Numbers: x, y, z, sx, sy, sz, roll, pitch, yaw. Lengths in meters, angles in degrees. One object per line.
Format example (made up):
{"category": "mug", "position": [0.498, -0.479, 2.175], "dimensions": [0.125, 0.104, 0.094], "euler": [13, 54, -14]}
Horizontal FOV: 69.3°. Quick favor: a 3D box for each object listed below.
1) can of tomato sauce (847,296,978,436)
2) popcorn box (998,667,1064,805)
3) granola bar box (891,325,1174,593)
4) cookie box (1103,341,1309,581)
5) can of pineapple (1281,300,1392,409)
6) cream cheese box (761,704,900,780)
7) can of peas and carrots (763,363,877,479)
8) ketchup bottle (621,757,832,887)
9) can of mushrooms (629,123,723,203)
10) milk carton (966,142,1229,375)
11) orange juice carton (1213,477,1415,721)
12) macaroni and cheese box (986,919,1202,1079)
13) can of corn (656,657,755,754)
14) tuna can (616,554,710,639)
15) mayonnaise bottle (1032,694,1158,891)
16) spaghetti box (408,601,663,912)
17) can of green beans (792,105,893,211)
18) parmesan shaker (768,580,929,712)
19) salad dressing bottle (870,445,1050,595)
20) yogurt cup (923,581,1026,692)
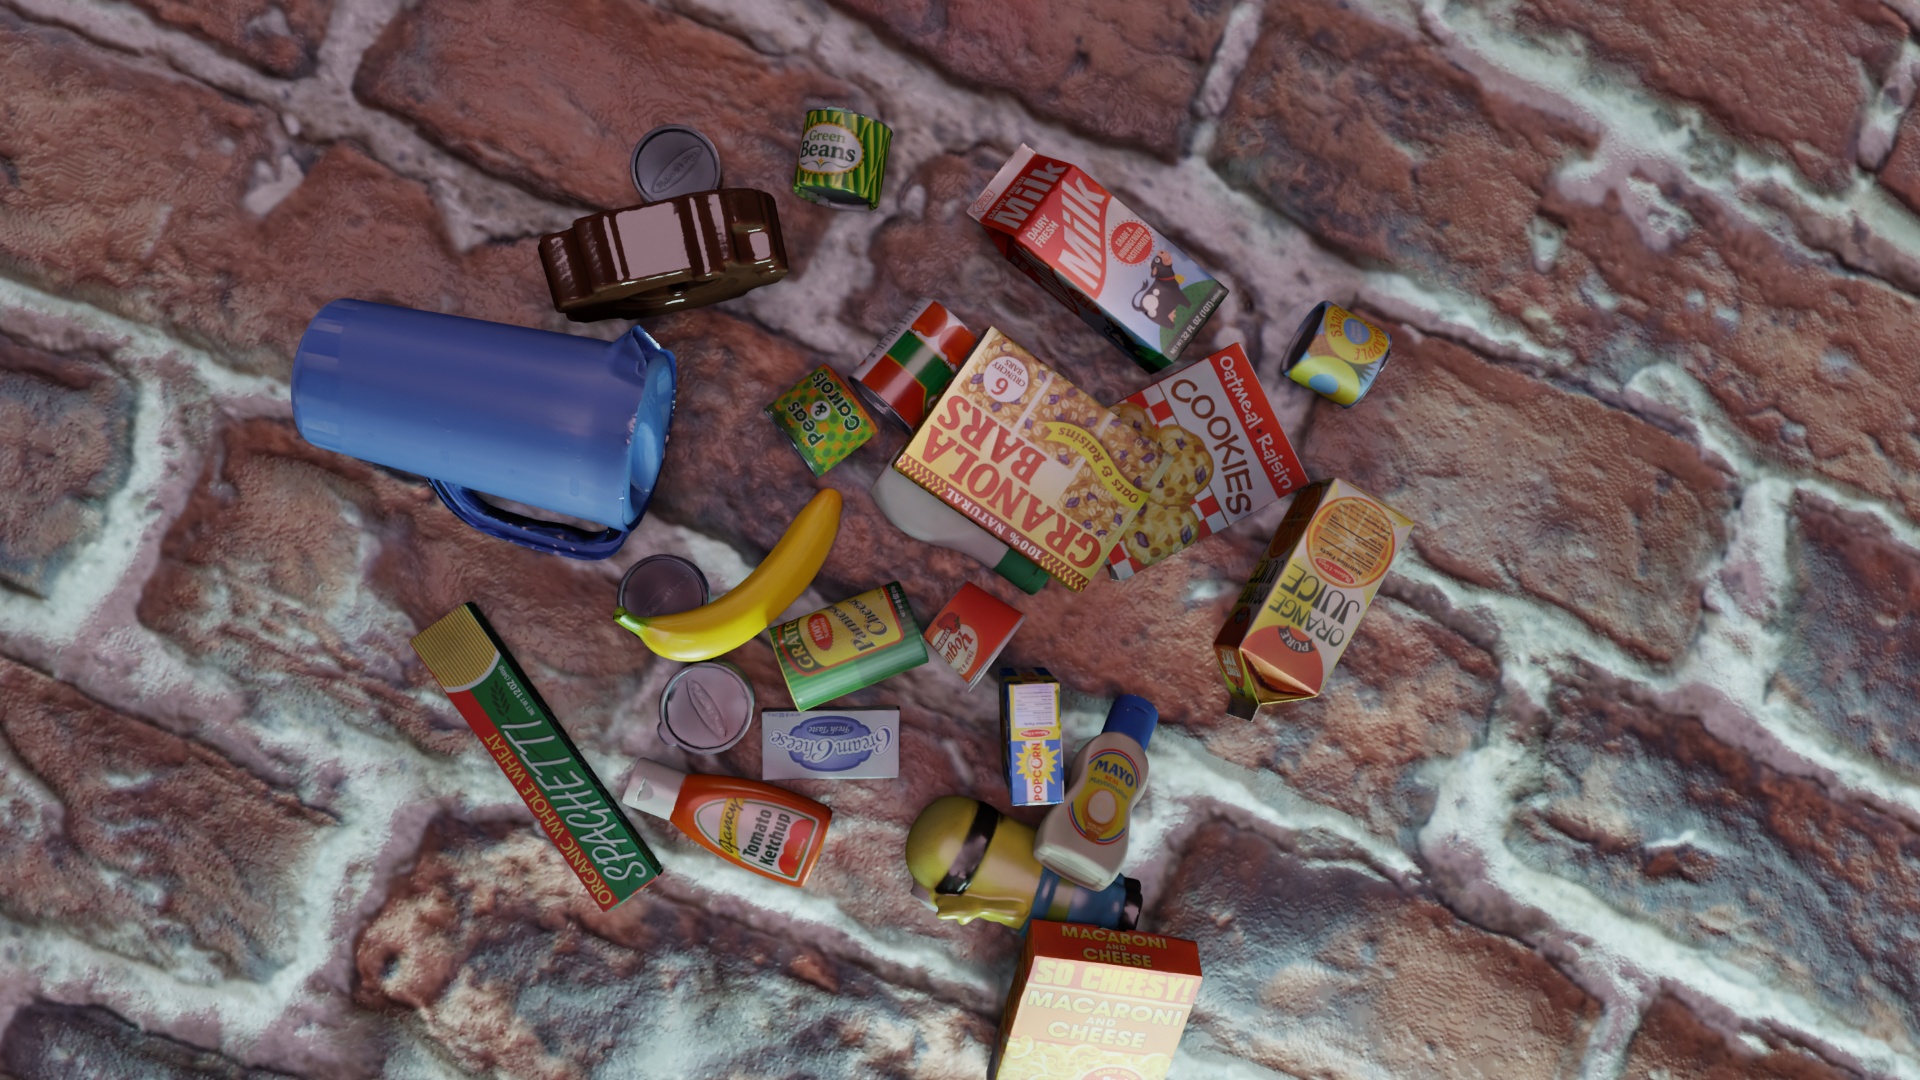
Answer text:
{"category": "can of tomato sauce", "position": [-0.031, -0.129, 1.037], "dimensions": [0.071, 0.071, 0.083], "euler": [41, 85, -3]}
{"category": "popcorn box", "position": [0.050, 0.139, 1.008], "dimensions": [0.038, 0.126, 0.085], "euler": [-2, 89, -1]}
{"category": "granola bar box", "position": [0.052, -0.058, 1.010], "dimensions": [0.165, 0.039, 0.124], "euler": [35, 89, -9]}
{"category": "cookie box", "position": [0.165, -0.061, 1.068], "dimensions": [0.167, 0.040, 0.123], "euler": [-27, 92, -5]}
{"category": "can of pineapple", "position": [0.289, -0.144, 1.067], "dimensions": [0.058, 0.071, 0.071], "euler": [27, 87, -4]}
{"category": "cream cheese box", "position": [-0.097, 0.152, 1.045], "dimensions": [0.104, 0.024, 0.053], "euler": [-1, 90, -5]}
{"category": "can of peas and carrots", "position": [-0.103, -0.089, 1.027], "dimensions": [0.059, 0.071, 0.071], "euler": [-38, 93, -5]}
{"category": "ketchup bottle", "position": [-0.173, 0.203, 1.027], "dimensions": [0.149, 0.043, 0.064], "euler": [21, 92, -4]}
{"category": "can of mushrooms", "position": [-0.210, -0.272, 1.039], "dimensions": [0.071, 0.033, 0.071], "euler": [0, 88, -6]}
{"category": "milk carton", "position": [0.100, -0.214, 1.048], "dimensions": [0.190, 0.073, 0.072], "euler": [39, 86, -3]}
{"category": "orange juice carton", "position": [0.258, 0.052, 1.058], "dimensions": [0.073, 0.072, 0.193], "euler": [30, 86, -4]}
{"category": "macaroni and cheese box", "position": [0.094, 0.354, 1.013], "dimensions": [0.124, 0.040, 0.165], "euler": [9, 119, -6]}
{"category": "can of corn", "position": [-0.187, 0.121, 1.020], "dimensions": [0.071, 0.058, 0.071], "euler": [0, 89, -6]}
{"category": "tuna can", "position": [-0.218, 0.045, 1.031], "dimensions": [0.071, 0.033, 0.071], "euler": [0, 89, -5]}
{"category": "mayonnaise bottle", "position": [0.106, 0.180, 1.021], "dimensions": [0.065, 0.041, 0.149], "euler": [27, 53, 2]}
{"category": "spaghetti box", "position": [-0.310, 0.159, 1.022], "dimensions": [0.050, 0.028, 0.250], "euler": [-35, 92, -4]}
{"category": "can of green beans", "position": [-0.088, -0.283, 1.035], "dimensions": [0.071, 0.071, 0.058], "euler": [11, 89, -5]}
{"category": "parmesan shaker", "position": [-0.083, 0.075, 1.029], "dimensions": [0.103, 0.071, 0.071], "euler": [-21, 91, -6]}
{"category": "salad dressing bottle", "position": [0.004, -0.013, 1.050], "dimensions": [0.147, 0.044, 0.064], "euler": [35, 84, -6]}
{"category": "yogurt cup", "position": [0.009, 0.067, 1.039], "dimensions": [0.054, 0.072, 0.072], "euler": [38, 86, 4]}
